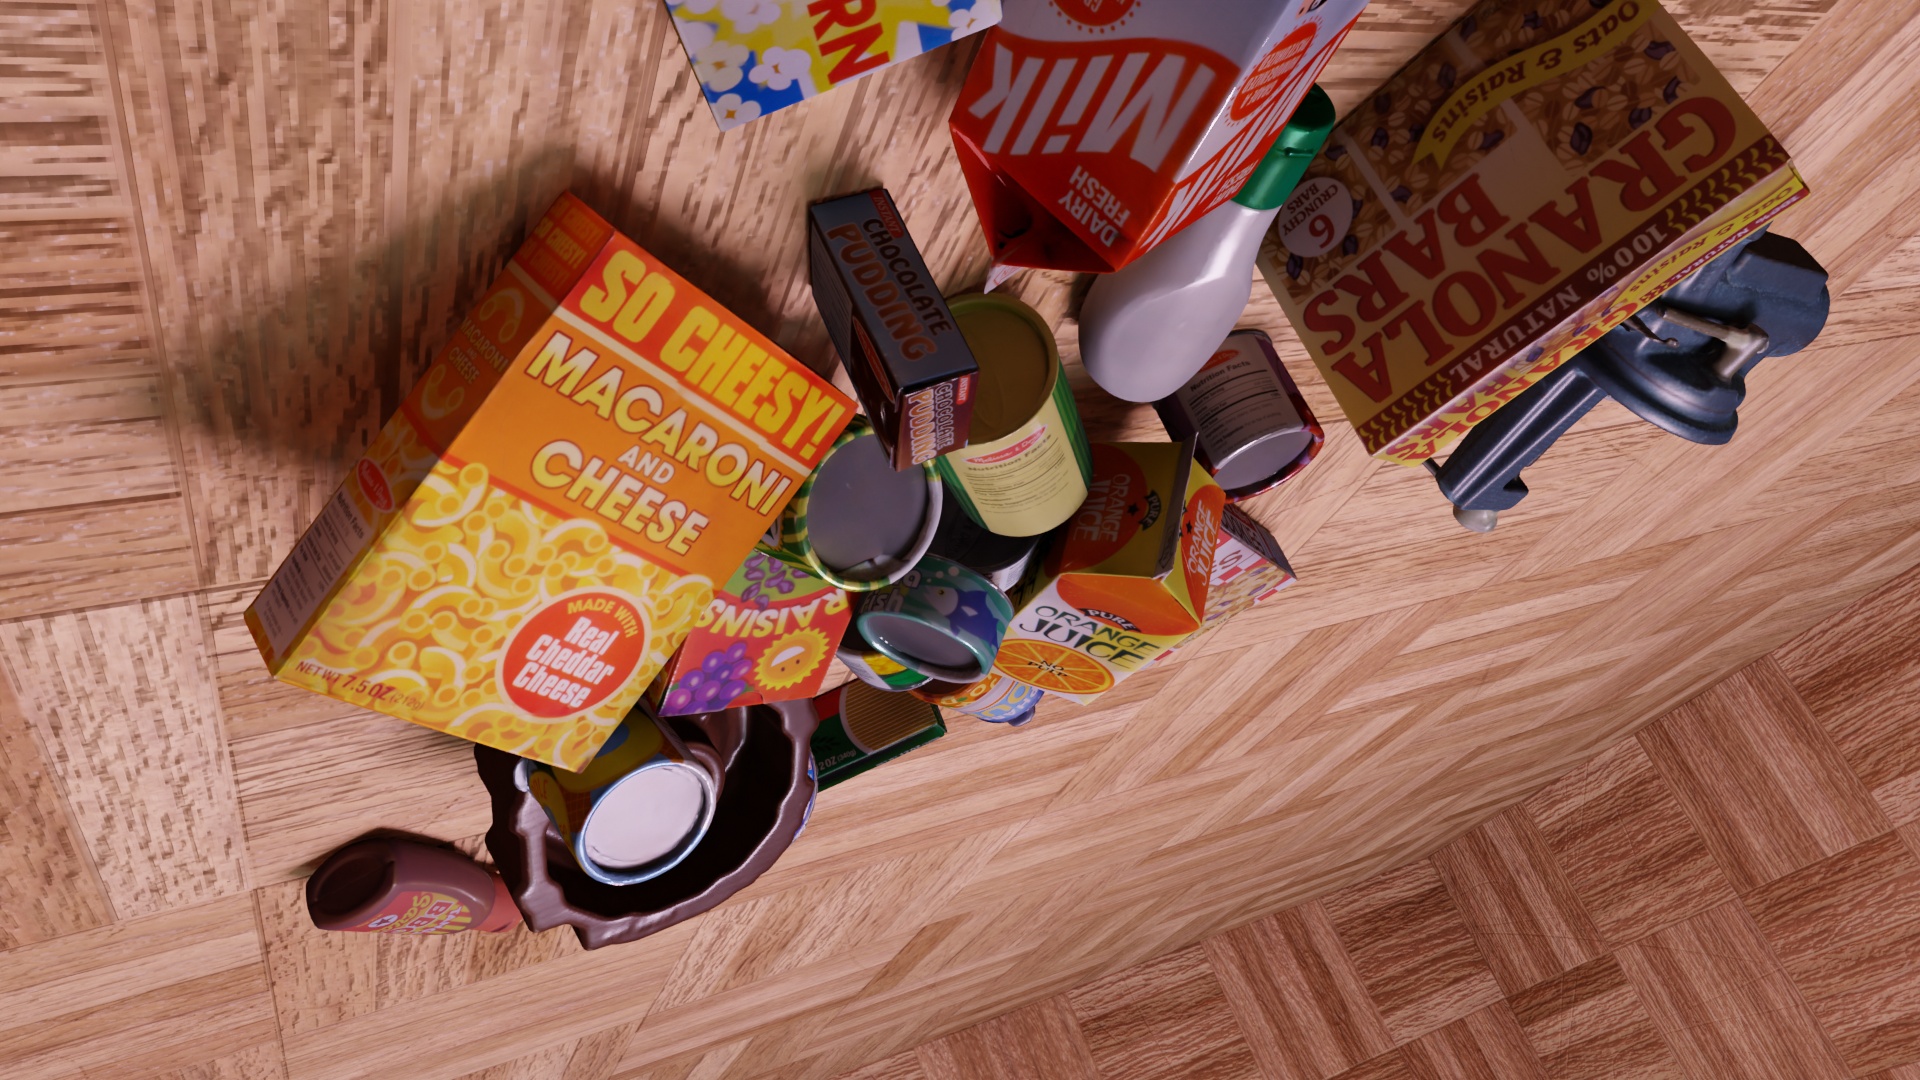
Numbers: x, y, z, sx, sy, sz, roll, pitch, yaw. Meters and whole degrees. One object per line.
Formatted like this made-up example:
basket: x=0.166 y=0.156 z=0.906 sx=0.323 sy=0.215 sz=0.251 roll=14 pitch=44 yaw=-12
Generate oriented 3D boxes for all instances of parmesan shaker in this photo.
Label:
parmesan shaker: x=0.013 y=-0.048 z=0.578 sx=0.071 sy=0.071 sz=0.103 roll=-26 pitch=156 yaw=3

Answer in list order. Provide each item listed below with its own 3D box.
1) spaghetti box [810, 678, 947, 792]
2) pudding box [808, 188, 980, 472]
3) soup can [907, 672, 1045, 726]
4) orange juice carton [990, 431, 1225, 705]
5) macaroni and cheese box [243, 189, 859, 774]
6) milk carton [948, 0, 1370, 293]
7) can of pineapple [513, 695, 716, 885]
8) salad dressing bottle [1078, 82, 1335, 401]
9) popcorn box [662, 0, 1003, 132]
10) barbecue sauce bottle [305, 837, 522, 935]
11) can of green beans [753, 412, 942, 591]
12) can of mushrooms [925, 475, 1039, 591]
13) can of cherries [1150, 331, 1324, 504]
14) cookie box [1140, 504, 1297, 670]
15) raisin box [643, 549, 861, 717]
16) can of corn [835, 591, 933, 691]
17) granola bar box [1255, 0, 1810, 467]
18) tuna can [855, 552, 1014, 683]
spaghetti box: x=-0.131 y=0.147 z=0.860 sx=0.250 sy=0.050 sz=0.028 roll=-25 pitch=154 yaw=1
pudding box: x=-0.024 y=-0.072 z=0.473 sx=0.030 sy=0.084 sz=0.049 roll=-18 pitch=154 yaw=-15
soup can: x=0.008 y=0.070 z=0.804 sx=0.071 sy=0.071 sz=0.083 roll=-31 pitch=154 yaw=15
orange juice carton: x=0.070 y=0.015 z=0.680 sx=0.073 sy=0.072 sz=0.192 roll=20 pitch=155 yaw=-9
macaroni and cheese box: x=-0.129 y=-0.012 z=0.459 sx=0.166 sy=0.040 sz=0.123 roll=-52 pitch=140 yaw=3
milk carton: x=0.061 y=-0.146 z=0.388 sx=0.073 sy=0.073 sz=0.189 roll=-38 pitch=168 yaw=-38
can of pineapple: x=-0.151 y=0.109 z=0.610 sx=0.071 sy=0.058 sz=0.070 roll=-21 pitch=128 yaw=-30
salad dressing bottle: x=0.094 y=-0.116 z=0.543 sx=0.064 sy=0.044 sz=0.146 roll=-5 pitch=149 yaw=-25
popcorn box: x=-0.040 y=-0.164 z=0.327 sx=0.085 sy=0.038 sz=0.126 roll=-23 pitch=156 yaw=-3
barbecue sauce bottle: x=-0.316 y=0.211 z=0.831 sx=0.065 sy=0.044 sz=0.148 roll=-28 pitch=156 yaw=6
can of green beans: x=-0.050 y=-0.018 z=0.536 sx=0.071 sy=0.058 sz=0.071 roll=-12 pitch=109 yaw=-35
can of mushrooms: x=0.002 y=-0.008 z=0.652 sx=0.071 sy=0.071 sz=0.033 roll=-18 pitch=156 yaw=-13
can of cherries: x=0.135 y=-0.058 z=0.677 sx=0.071 sy=0.058 sz=0.071 roll=-20 pitch=155 yaw=-10
cookie box: x=0.126 y=0.025 z=0.859 sx=0.122 sy=0.040 sz=0.167 roll=-33 pitch=154 yaw=18
raisin box: x=-0.087 y=0.019 z=0.613 sx=0.086 sy=0.040 sz=0.122 roll=-4 pitch=132 yaw=-38
can of corn: x=-0.036 y=0.035 z=0.702 sx=0.071 sy=0.071 sz=0.058 roll=-25 pitch=155 yaw=3
granola bar box: x=0.199 y=-0.125 z=0.521 sx=0.165 sy=0.124 sz=0.039 roll=-39 pitch=150 yaw=30
tuna can: x=-0.013 y=0.034 z=0.627 sx=0.071 sy=0.033 sz=0.070 roll=19 pitch=154 yaw=10
